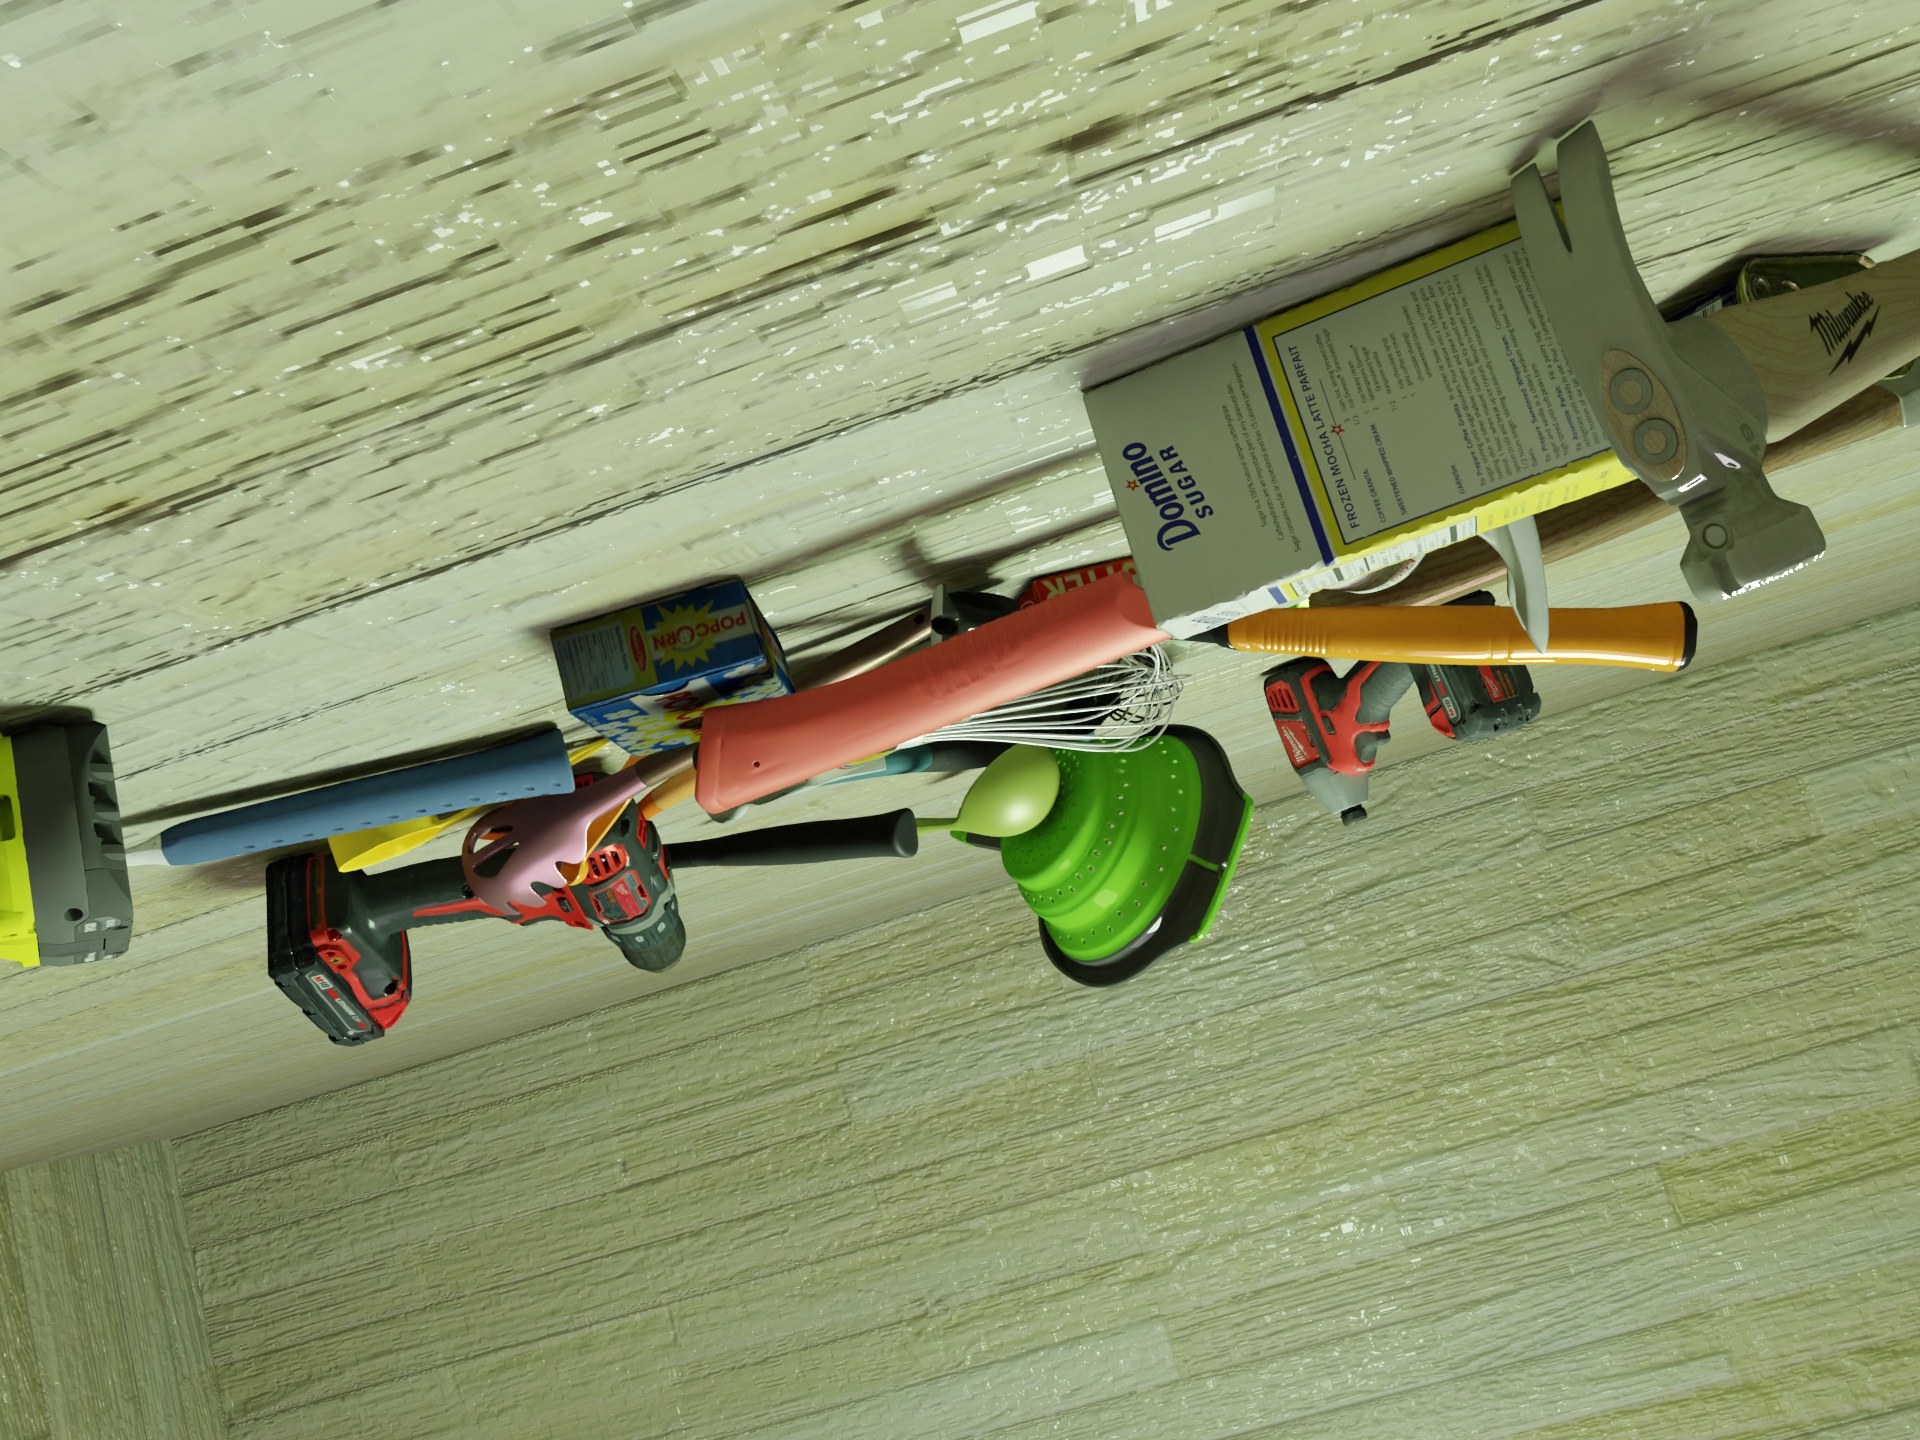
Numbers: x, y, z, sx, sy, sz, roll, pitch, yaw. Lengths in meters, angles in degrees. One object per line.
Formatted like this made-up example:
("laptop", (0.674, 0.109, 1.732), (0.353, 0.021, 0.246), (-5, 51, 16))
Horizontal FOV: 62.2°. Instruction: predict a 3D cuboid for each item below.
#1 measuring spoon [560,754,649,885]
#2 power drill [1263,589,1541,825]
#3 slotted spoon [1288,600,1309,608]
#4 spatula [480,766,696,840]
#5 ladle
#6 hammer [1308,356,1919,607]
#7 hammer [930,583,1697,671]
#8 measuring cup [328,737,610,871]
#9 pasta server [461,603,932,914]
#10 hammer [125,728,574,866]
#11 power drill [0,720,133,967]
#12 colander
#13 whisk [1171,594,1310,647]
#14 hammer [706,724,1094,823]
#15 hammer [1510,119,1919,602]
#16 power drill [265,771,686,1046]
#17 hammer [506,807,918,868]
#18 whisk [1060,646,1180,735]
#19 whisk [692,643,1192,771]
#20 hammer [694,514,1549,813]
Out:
("measuring spoon", (-0.187, 0.045, 0.879), (0.011, 0.021, 0.117), (22, 109, -45))
("power drill", (0.343, -0.006, 1.271), (0.078, 0.143, 0.219), (-13, 167, -33))
("slotted spoon", (0.300, -0.117, 0.926), (0.314, 0.031, 0.070), (-26, 166, 36))
("spatula", (-0.172, 0.031, 0.977), (0.322, 0.041, 0.081), (-28, 164, 34))
("ladle", (-0.063, 0.070, 1.165), (0.320, 0.062, 0.078), (-13, 176, 36))
("hammer", (0.329, -0.106, 0.760), (0.331, 0.031, 0.130), (-21, -155, 7))
("hammer", (0.154, -0.041, 0.720), (0.337, 0.034, 0.127), (2, -176, 10))
("measuring cup", (-0.267, 0.036, 0.863), (0.156, 0.029, 0.062), (-27, 176, -12))
("pasta server", (-0.141, 0.017, 0.837), (0.316, 0.060, 0.040), (-28, 163, 13))
("hammer", (-0.389, 0.063, 0.754), (0.405, 0.035, 0.144), (-13, 170, -18))
("power drill", (-0.436, 0.066, 0.581), (0.228, 0.080, 0.190), (-7, 167, -31))
("colander", (0.058, 0.079, 1.213), (0.094, 0.204, 0.397), (27, 169, -24))
("whisk", (0.202, -0.083, 0.898), (0.058, 0.059, 0.246), (-43, -168, -35))
("hammer", (-0.021, 0.027, 1.168), (0.331, 0.033, 0.128), (-7, 167, -46))
("hammer", (0.353, -0.165, 0.582), (0.410, 0.146, 0.038), (-22, 175, -34))
("power drill", (-0.284, 0.124, 0.977), (0.226, 0.080, 0.187), (-16, 144, -5))
("hammer", (-0.165, 0.089, 1.078), (0.335, 0.035, 0.146), (-8, 177, 37))
("whisk", (0.105, -0.013, 1.121), (0.055, 0.055, 0.239), (-15, 174, -10))
("whisk", (-0.001, -0.003, 0.799), (0.284, 0.070, 0.070), (-10, 168, -31))
("hammer", (0.054, -0.030, 0.659), (0.359, 0.149, 0.037), (-22, -148, 14))
